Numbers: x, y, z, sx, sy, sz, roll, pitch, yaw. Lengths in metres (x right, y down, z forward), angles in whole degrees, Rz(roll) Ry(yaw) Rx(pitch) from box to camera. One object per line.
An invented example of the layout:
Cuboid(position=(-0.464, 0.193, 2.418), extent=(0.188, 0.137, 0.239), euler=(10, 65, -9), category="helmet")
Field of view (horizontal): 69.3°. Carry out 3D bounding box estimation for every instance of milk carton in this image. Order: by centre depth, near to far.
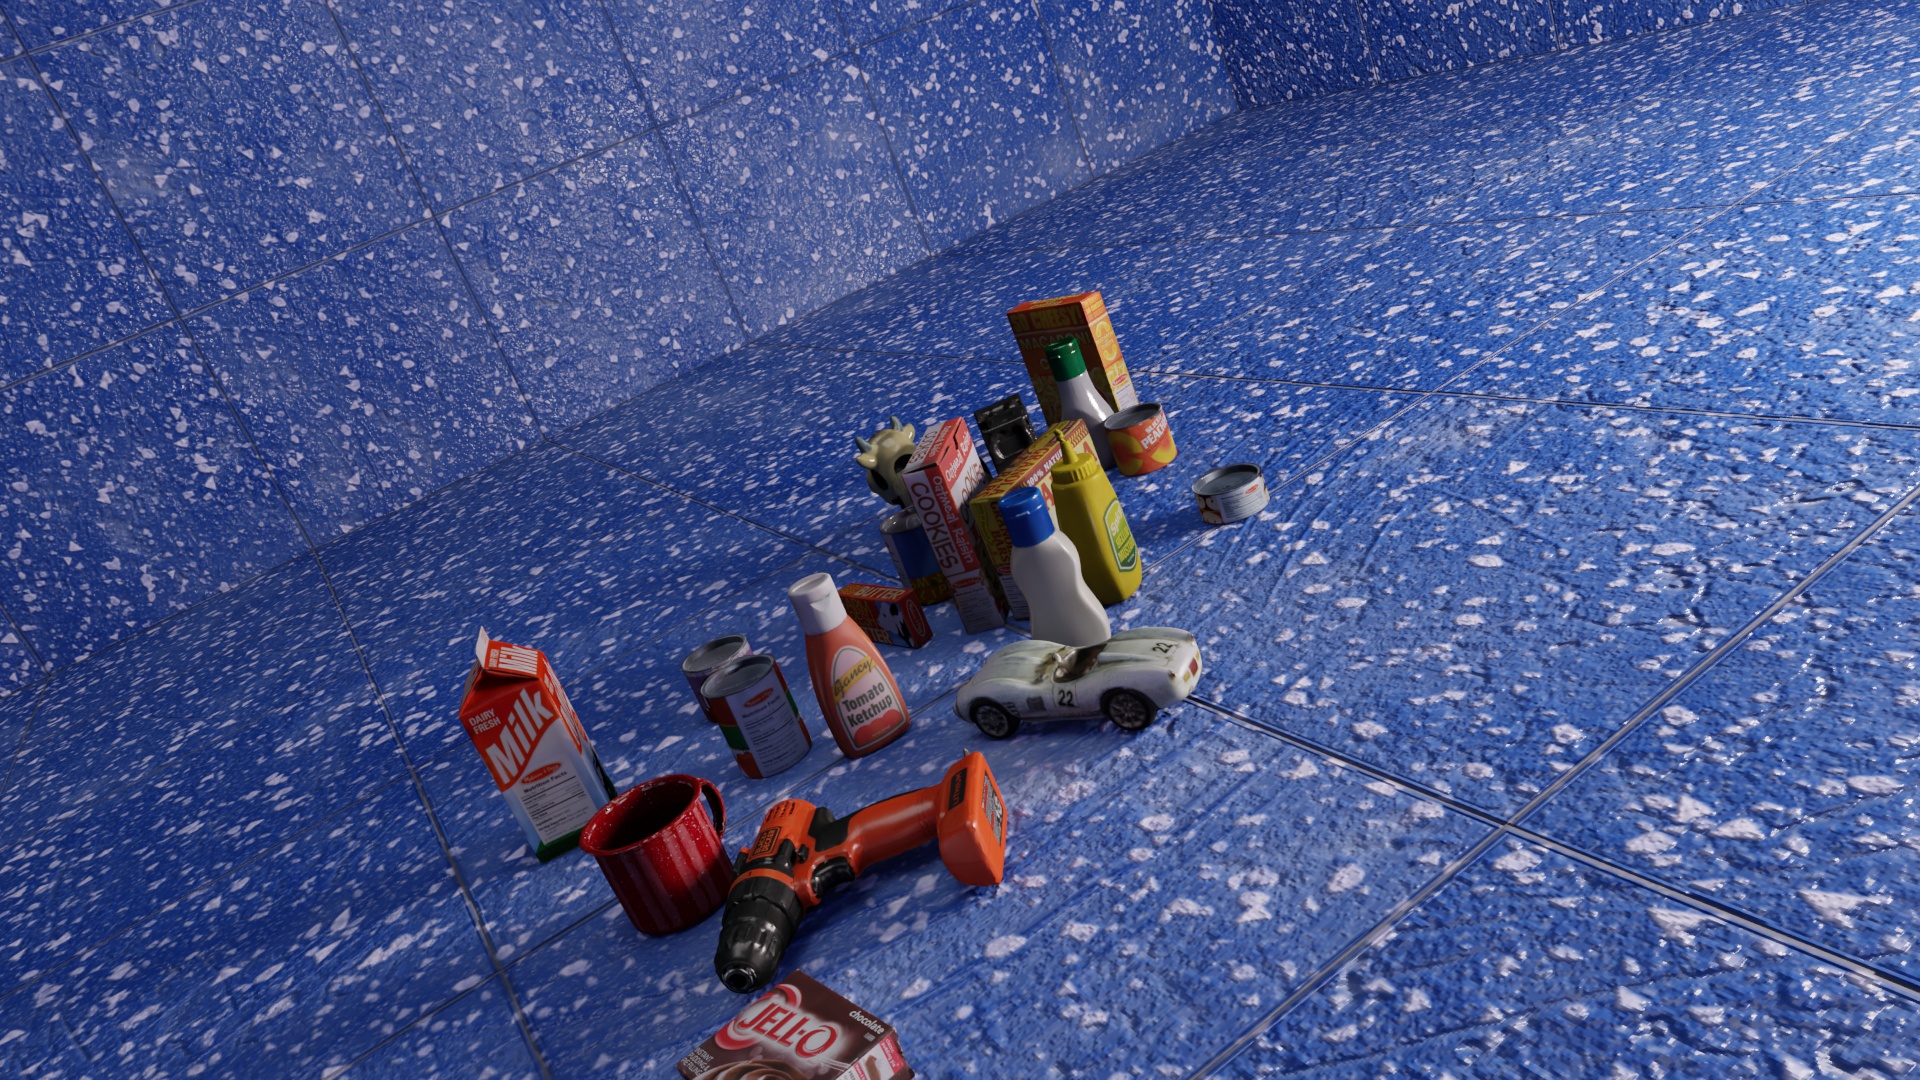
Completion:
Cuboid(position=(-0.358, 0.163, 1.158), extent=(0.073, 0.190, 0.072), euler=(-25, 20, -9), category="milk carton")

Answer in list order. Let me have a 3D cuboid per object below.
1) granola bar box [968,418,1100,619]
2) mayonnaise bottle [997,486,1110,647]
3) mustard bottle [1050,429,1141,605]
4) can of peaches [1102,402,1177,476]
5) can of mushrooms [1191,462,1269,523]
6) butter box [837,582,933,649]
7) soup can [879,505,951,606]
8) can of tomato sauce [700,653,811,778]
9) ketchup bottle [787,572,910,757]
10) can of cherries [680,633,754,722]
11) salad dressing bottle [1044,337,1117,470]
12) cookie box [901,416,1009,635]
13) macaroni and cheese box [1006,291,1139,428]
Cuboid(position=(0.083, -0.022, 1.280), extent=(0.039, 0.124, 0.166), euler=(-7, 25, 37), category="granola bar box")
Cuboid(position=(0.072, 0.029, 1.127), extent=(0.065, 0.147, 0.041), euler=(-18, 20, 10), category="mayonnaise bottle")
Cuboid(position=(0.111, -0.023, 1.203), extent=(0.048, 0.159, 0.066), euler=(-10, 23, 31), category="mustard bottle")
Cuboid(position=(0.194, -0.109, 1.489), extent=(0.071, 0.058, 0.071), euler=(-19, 20, 7), category="can of peaches")
Cuboid(position=(0.253, -0.045, 1.300), extent=(0.071, 0.033, 0.071), euler=(-19, 20, 7), category="can of mushrooms")
Cuboid(position=(-0.073, 0.070, 1.310), extent=(0.024, 0.053, 0.103), euler=(-35, 24, -33), category="butter box")
Cuboid(position=(-0.032, 0.012, 1.371), extent=(0.071, 0.083, 0.071), euler=(-19, 20, 7), category="soup can")
Cuboid(position=(-0.171, 0.147, 1.166), extent=(0.071, 0.083, 0.071), euler=(-19, 20, 7), category="can of tomato sauce")
Cuboid(position=(-0.094, 0.098, 1.117), extent=(0.065, 0.148, 0.043), euler=(-29, 20, -18), category="ketchup bottle")
Cuboid(position=(-0.219, 0.130, 1.296), extent=(0.071, 0.058, 0.072), euler=(-19, 20, 7), category="can of cherries")
Cuboid(position=(0.133, -0.149, 1.525), extent=(0.064, 0.147, 0.044), euler=(-7, 24, 37), category="salad dressing bottle")
Cuboid(position=(0.005, -0.016, 1.283), extent=(0.040, 0.167, 0.123), euler=(-16, 20, 17), category="cookie box")
Cuboid(position=(0.135, -0.206, 1.643), extent=(0.123, 0.166, 0.040), euler=(1, 29, 47), category="macaroni and cheese box")
